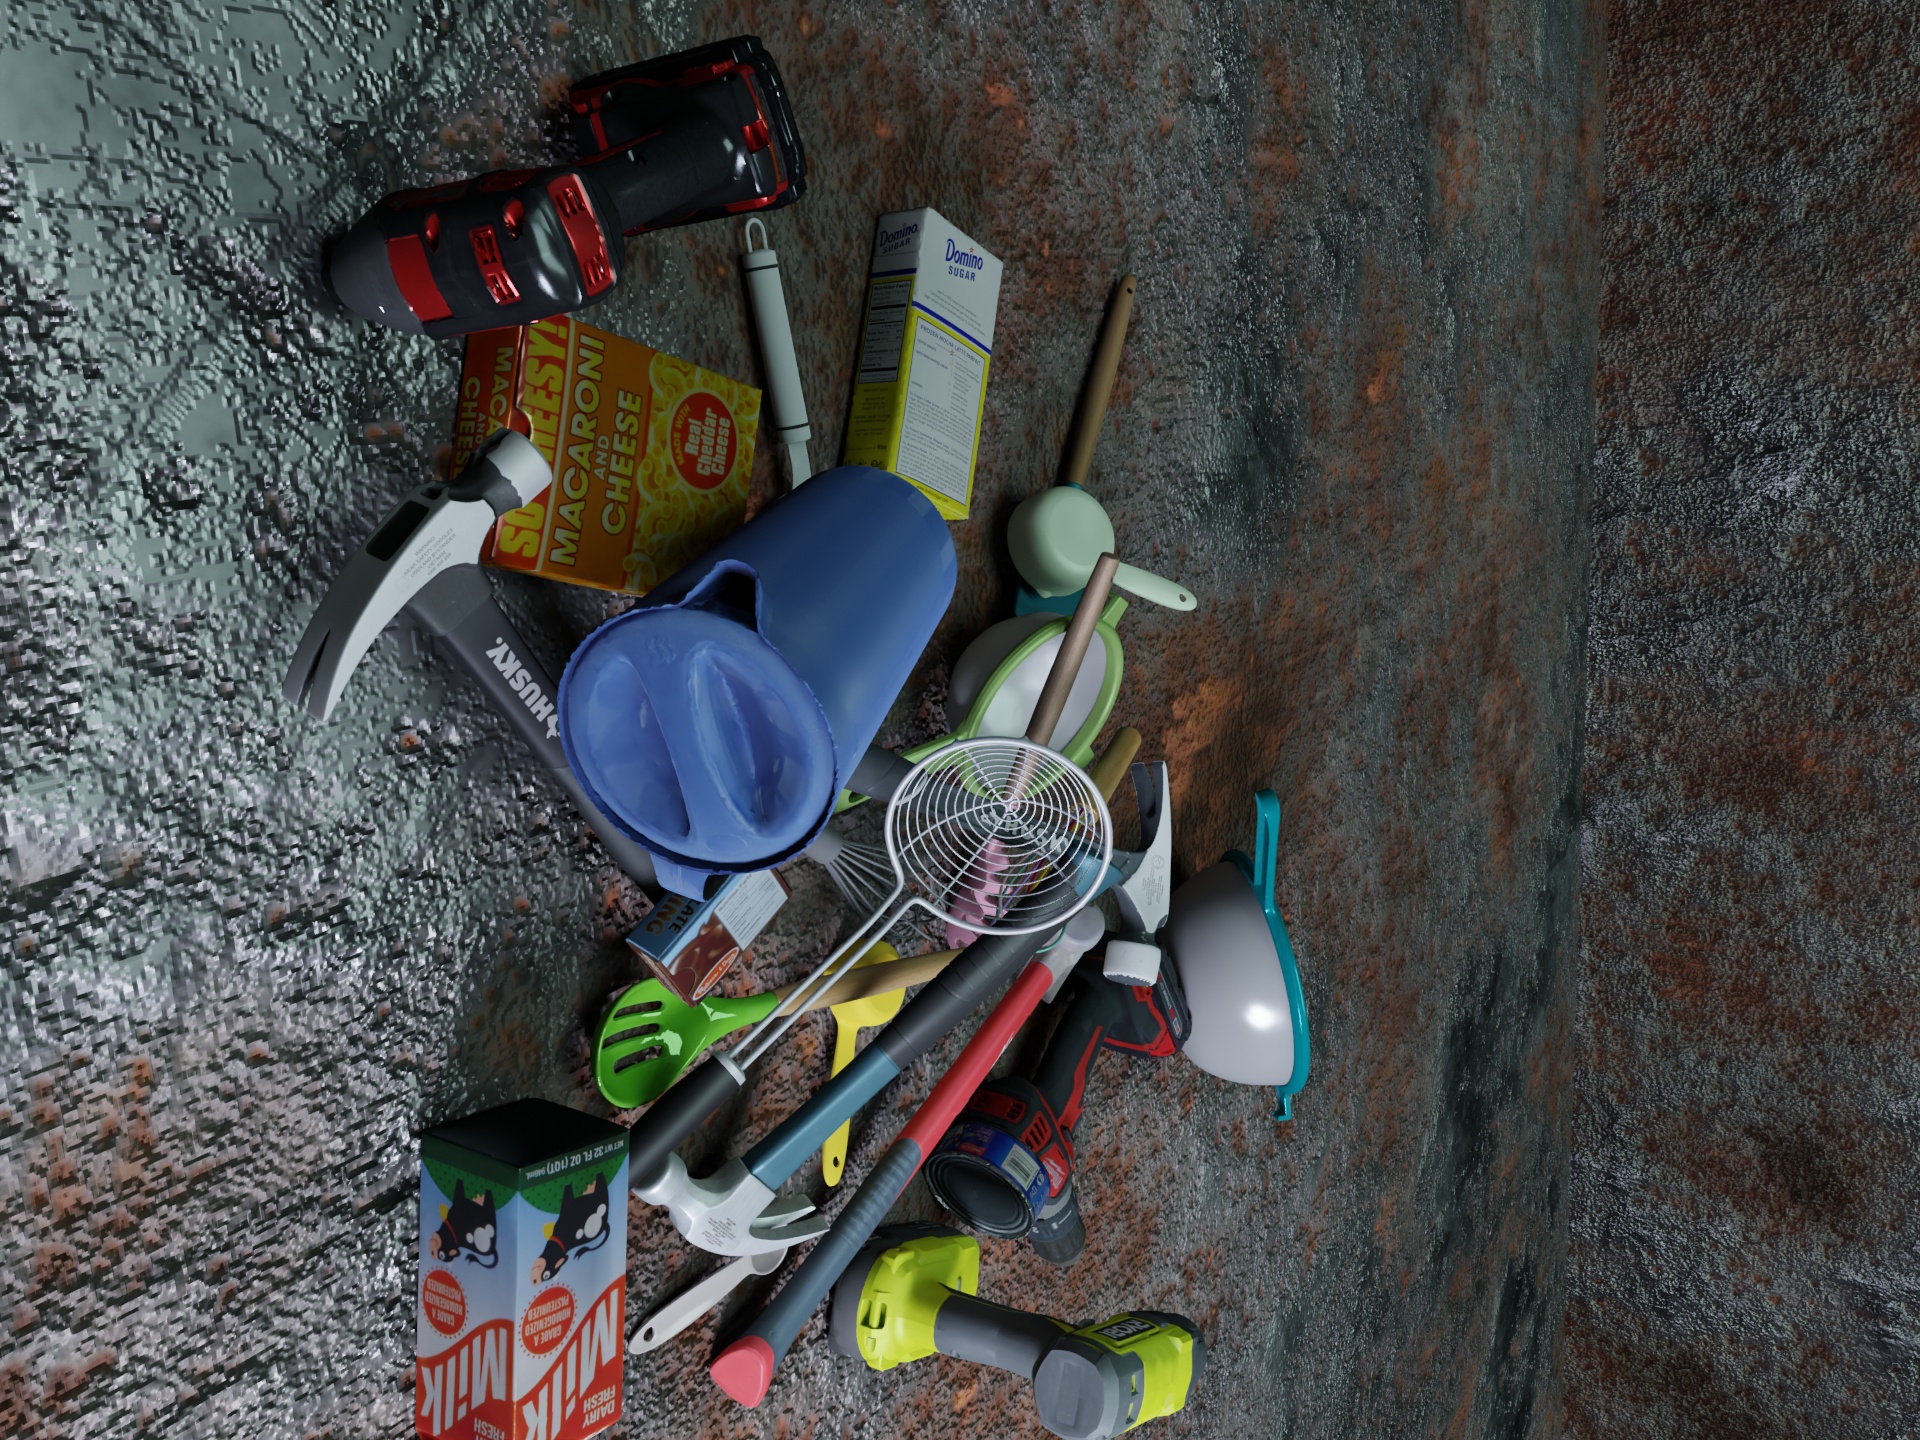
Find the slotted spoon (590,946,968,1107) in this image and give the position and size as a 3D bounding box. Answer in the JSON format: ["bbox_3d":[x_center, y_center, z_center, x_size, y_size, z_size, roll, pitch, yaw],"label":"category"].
[{"bbox_3d":[-0.094,0.166,0.947,0.313,0.031,0.070,-5,99,-48],"label":"slotted spoon"}]

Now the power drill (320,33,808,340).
[{"bbox_3d":[-0.176,-0.233,0.713,0.220,0.143,0.078,-53,135,-47],"label":"power drill"}]

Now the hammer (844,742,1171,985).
[{"bbox_3d":[-0.014,0.041,0.963,0.408,0.036,0.149,24,69,-35],"label":"hammer"}]

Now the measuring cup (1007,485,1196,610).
[{"bbox_3d":[0.113,-0.116,1.152,0.167,0.038,0.083,20,69,-24],"label":"measuring cup"}]

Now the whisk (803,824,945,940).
[{"bbox_3d":[-0.082,0.079,0.972,0.238,0.055,0.055,41,61,-45],"label":"whisk"}]

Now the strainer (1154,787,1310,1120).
[{"bbox_3d":[0.211,0.179,1.310,0.340,0.095,0.211,82,-6,-47],"label":"strainer"}]

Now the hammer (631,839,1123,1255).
[{"bbox_3d":[-0.034,0.188,0.939,0.331,0.033,0.128,-41,131,-9],"label":"hammer"}]

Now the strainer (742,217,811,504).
[{"bbox_3d":[-0.095,-0.159,0.925,0.087,0.050,0.258,-23,111,-37],"label":"strainer"}]

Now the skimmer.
[{"bbox_3d":[-0.071,0.149,0.855,0.363,0.090,0.127,-42,108,-18],"label":"skimmer"}]

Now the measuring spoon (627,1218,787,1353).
[{"bbox_3d":[-0.150,0.332,0.937,0.124,0.018,0.034,-26,116,-45],"label":"measuring spoon"}]

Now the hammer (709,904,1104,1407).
[{"bbox_3d":[-0.031,0.283,1.059,0.386,0.038,0.143,-48,169,-32],"label":"hammer"}]

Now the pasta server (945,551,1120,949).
[{"bbox_3d":[0.051,0.034,1.075,0.060,0.040,0.316,-31,145,-63],"label":"pasta server"}]

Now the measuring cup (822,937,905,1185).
[{"bbox_3d":[-0.064,0.215,1.009,0.062,0.029,0.157,31,58,-49],"label":"measuring cup"}]

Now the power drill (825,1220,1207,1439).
[{"bbox_3d":[0.040,0.396,1.037,0.171,0.223,0.080,15,82,-56],"label":"power drill"}]

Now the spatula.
[{"bbox_3d":[0.099,-0.202,1.200,0.082,0.044,0.318,23,72,-28],"label":"spatula"}]

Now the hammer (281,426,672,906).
[{"bbox_3d":[-0.190,0.027,0.783,0.146,0.035,0.334,-50,141,-21],"label":"hammer"}]

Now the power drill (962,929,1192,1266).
[{"bbox_3d":[0.095,0.295,1.242,0.227,0.080,0.187,-51,134,-35],"label":"power drill"}]

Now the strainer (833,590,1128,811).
[{"bbox_3d":[-0.002,-0.003,1.075,0.256,0.069,0.151,-22,137,-34],"label":"strainer"}]

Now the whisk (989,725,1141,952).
[{"bbox_3d":[0.081,0.079,1.117,0.245,0.051,0.047,-54,154,-45],"label":"whisk"}]
